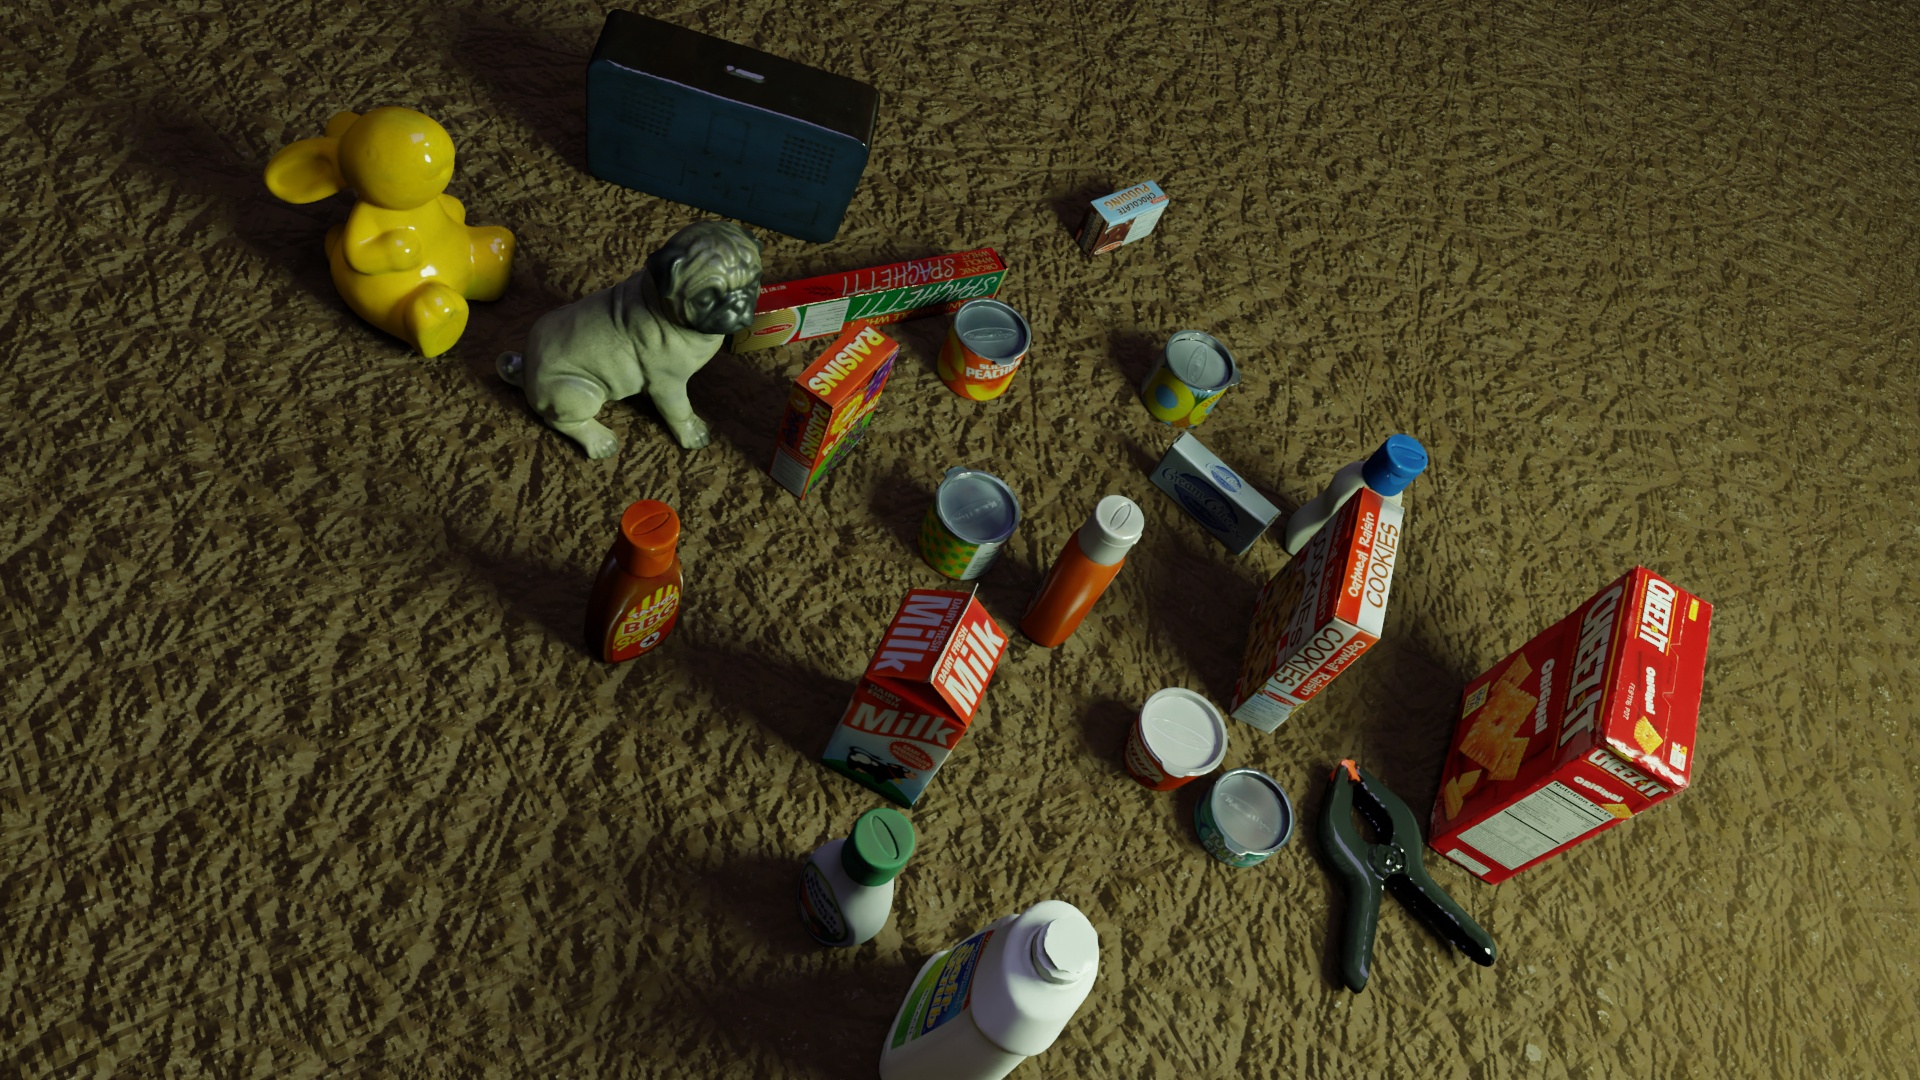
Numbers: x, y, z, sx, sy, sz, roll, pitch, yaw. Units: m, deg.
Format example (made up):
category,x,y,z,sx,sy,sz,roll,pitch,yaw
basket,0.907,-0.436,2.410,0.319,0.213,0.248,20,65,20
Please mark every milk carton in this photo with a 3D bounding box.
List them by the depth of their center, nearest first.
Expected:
category,x,y,z,sx,sy,sz,roll,pitch,yaw
milk carton,-0.028,0.098,0.900,0.073,0.189,0.073,28,55,-1

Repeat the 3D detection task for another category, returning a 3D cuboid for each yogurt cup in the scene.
category,x,y,z,sx,sy,sz,roll,pitch,yaw
yogurt cup,0.153,0.148,1.014,0.072,0.053,0.073,9,57,-14

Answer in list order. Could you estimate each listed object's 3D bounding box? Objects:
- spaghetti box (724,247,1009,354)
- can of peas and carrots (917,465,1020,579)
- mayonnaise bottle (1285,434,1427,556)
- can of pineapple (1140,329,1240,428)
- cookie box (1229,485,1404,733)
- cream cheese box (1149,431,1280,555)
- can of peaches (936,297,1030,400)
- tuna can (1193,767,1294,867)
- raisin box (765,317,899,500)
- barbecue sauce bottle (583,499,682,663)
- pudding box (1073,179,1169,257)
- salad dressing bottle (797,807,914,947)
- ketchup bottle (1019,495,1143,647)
category,x,y,z,sx,sy,sz,roll,pitch,yaw
spaghetti box,-0.077,-0.201,1.158,0.251,0.050,0.029,-16,66,-27
can of peas and carrots,0.004,-0.013,1.062,0.071,0.058,0.071,9,57,-14
mayonnaise bottle,0.323,-0.031,1.128,0.065,0.147,0.041,17,55,-9
can of pineapple,0.199,-0.139,1.209,0.071,0.057,0.071,9,57,-14
cookie box,0.265,0.054,1.042,0.040,0.166,0.123,25,55,-3
cream cheese box,0.209,-0.038,1.152,0.104,0.053,0.024,42,56,10
can of peaches,0.019,-0.157,1.158,0.071,0.057,0.071,9,57,-14
tuna can,0.205,0.204,1.010,0.071,0.032,0.071,9,57,-14
raisin box,-0.097,-0.097,1.040,0.040,0.122,0.086,37,55,6
barbecue sauce bottle,-0.210,0.026,0.908,0.065,0.147,0.044,-31,73,-32
pudding box,0.151,-0.301,1.300,0.084,0.049,0.030,-27,71,-31
salad dressing bottle,-0.063,0.204,0.847,0.044,0.147,0.064,-20,68,-28
ketchup bottle,0.090,0.021,1.015,0.043,0.148,0.065,35,55,4
